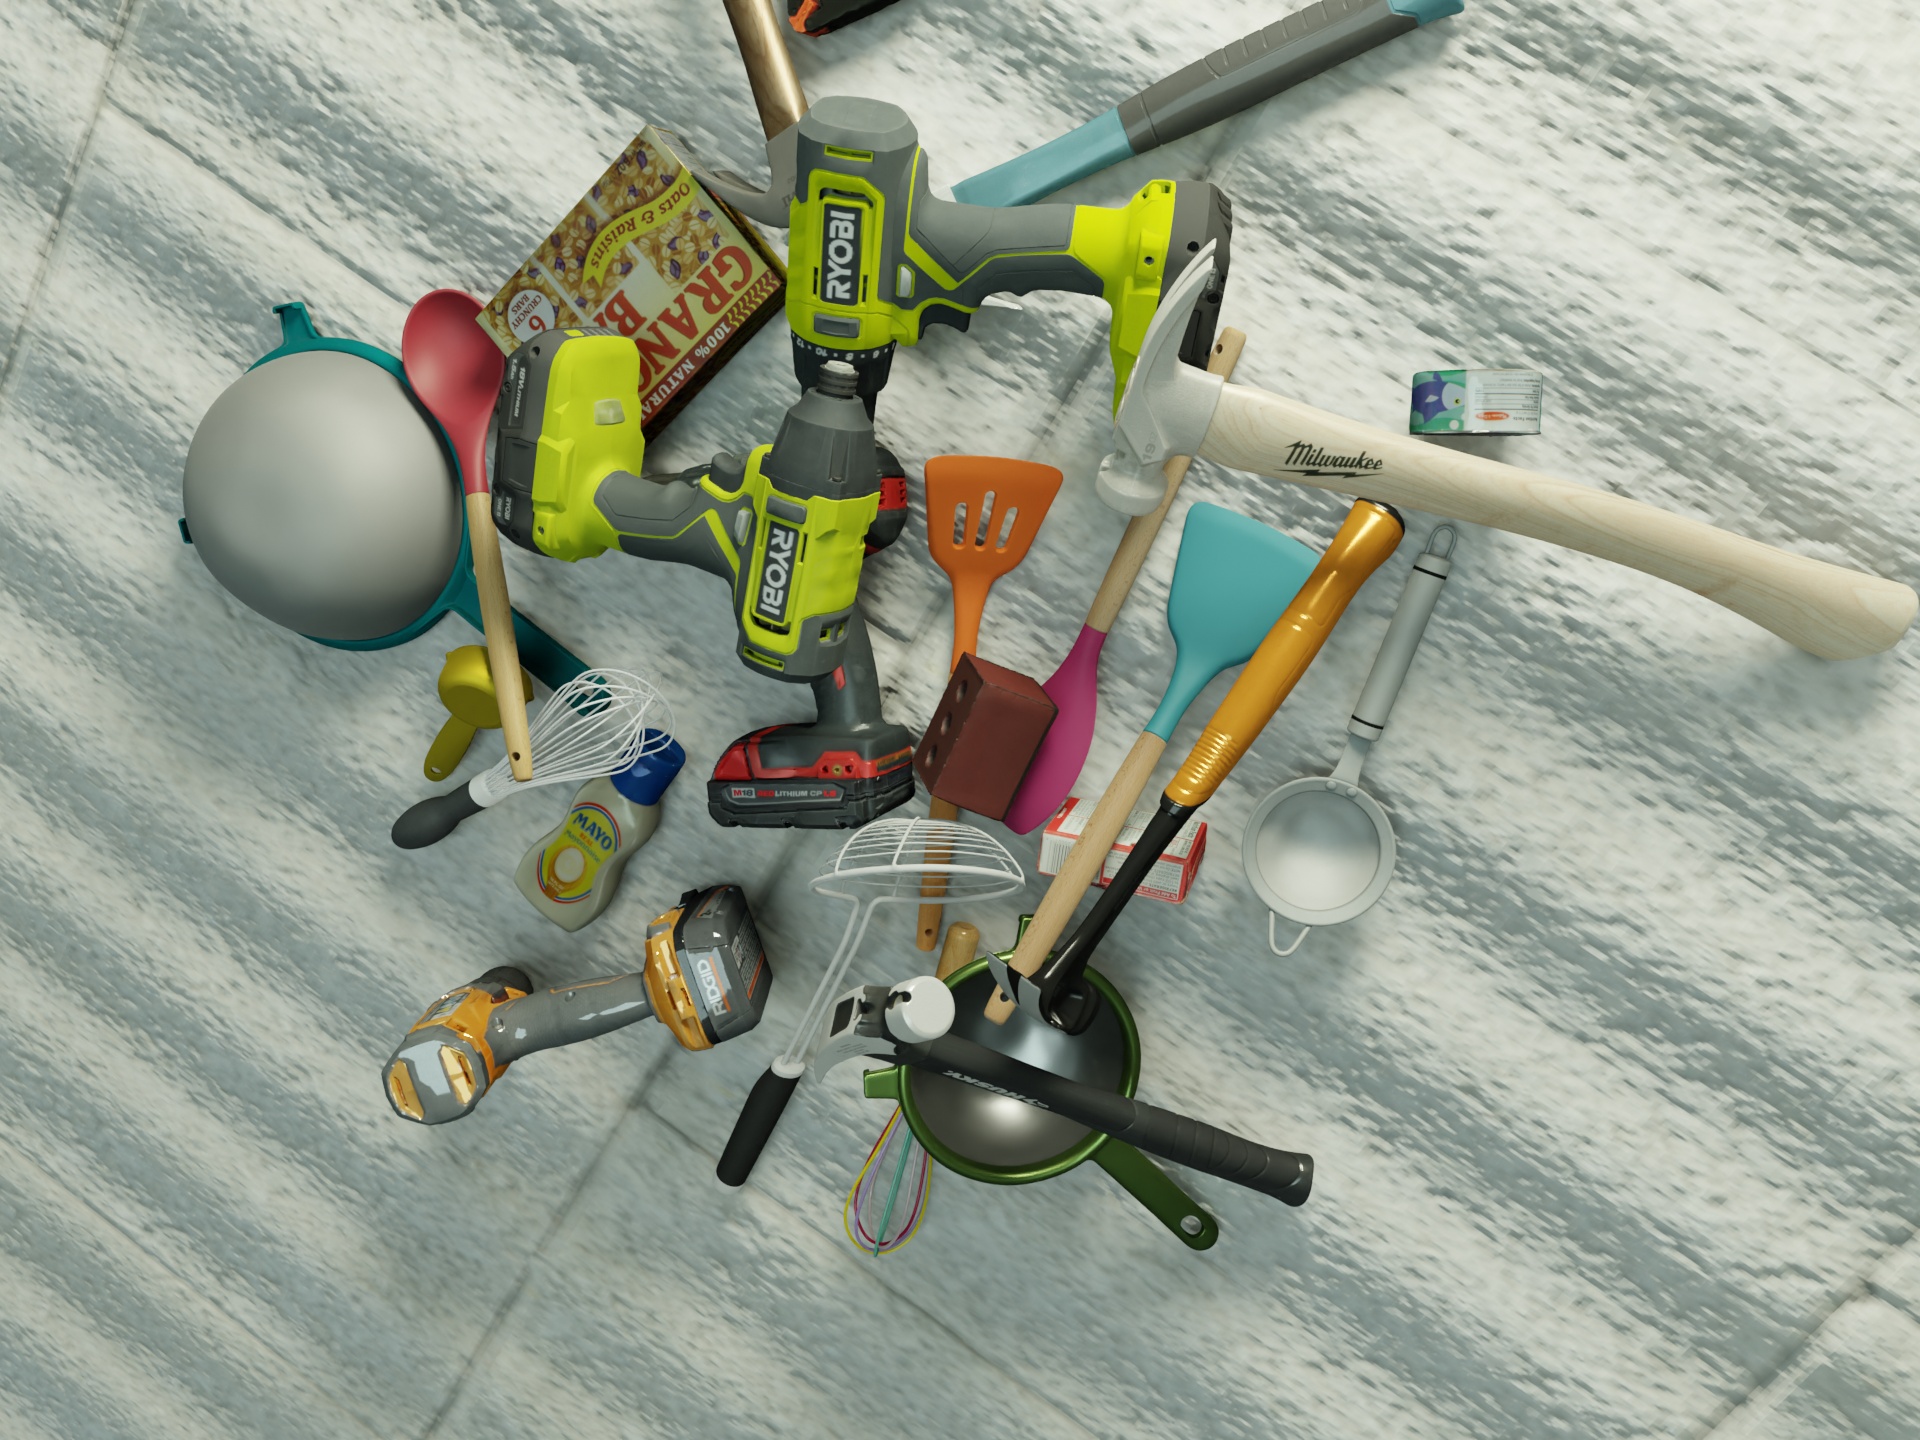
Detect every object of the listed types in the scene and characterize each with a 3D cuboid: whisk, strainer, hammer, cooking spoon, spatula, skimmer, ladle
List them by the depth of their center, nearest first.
[{"bbox_3d":[0.282,-0.117,0.796,0.410,0.038,0.146,16,134,-2],"label":"hammer"},{"bbox_3d":[0.133,0.017,0.848,0.034,0.127,0.337,33,84,24],"label":"hammer"},{"bbox_3d":[0.102,-0.327,0.860,0.331,0.033,0.128,-20,96,20],"label":"hammer"},{"bbox_3d":[-0.132,-0.435,0.887,0.130,0.031,0.331,-18,90,38],"label":"hammer"},{"bbox_3d":[0.095,0.028,0.892,0.082,0.044,0.317,27,77,14],"label":"spatula"},{"bbox_3d":[0.228,0.012,0.902,0.087,0.050,0.258,21,103,5],"label":"strainer"},{"bbox_3d":[0.071,0.223,0.916,0.334,0.035,0.146,25,150,-24],"label":"hammer"},{"bbox_3d":[0.089,-0.077,0.923,0.069,0.017,0.319,40,111,45],"label":"cooking spoon"},{"bbox_3d":[-0.002,-0.003,0.966,0.081,0.041,0.322,4,108,-10],"label":"spatula"},{"bbox_3d":[-0.298,-0.116,0.996,0.069,0.031,0.315,-13,83,11],"label":"ladle"},{"bbox_3d":[-0.079,0.197,0.998,0.127,0.090,0.363,9,123,-32],"label":"skimmer"},{"bbox_3d":[0.067,0.240,1.000,0.151,0.069,0.256,-45,106,1],"label":"strainer"},{"bbox_3d":[-0.377,-0.103,1.027,0.340,0.095,0.211,37,111,7],"label":"strainer"},{"bbox_3d":[-0.030,0.244,1.036,0.047,0.051,0.245,19,105,18],"label":"whisk"},{"bbox_3d":[-0.288,0.034,1.040,0.284,0.070,0.070,-26,95,34],"label":"whisk"}]

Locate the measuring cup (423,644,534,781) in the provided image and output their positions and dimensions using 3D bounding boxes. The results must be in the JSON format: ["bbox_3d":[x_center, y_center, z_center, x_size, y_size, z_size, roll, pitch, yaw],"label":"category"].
[{"bbox_3d":[-0.331,0.007,1.048,0.062,0.029,0.156,29,134,-16],"label":"measuring cup"}]

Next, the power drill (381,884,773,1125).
[{"bbox_3d":[-0.241,0.179,1.035,0.226,0.185,0.084,-18,98,1],"label":"power drill"}]

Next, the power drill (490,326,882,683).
[{"bbox_3d":[-0.150,-0.137,0.891,0.223,0.080,0.171,22,114,23],"label":"power drill"}]

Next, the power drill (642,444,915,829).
[{"bbox_3d":[-0.118,-0.053,0.972,0.188,0.080,0.226,0,99,23],"label":"power drill"}]

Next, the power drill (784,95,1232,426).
[{"bbox_3d":[0.018,-0.218,0.851,0.228,0.080,0.190,9,129,1],"label":"power drill"}]
